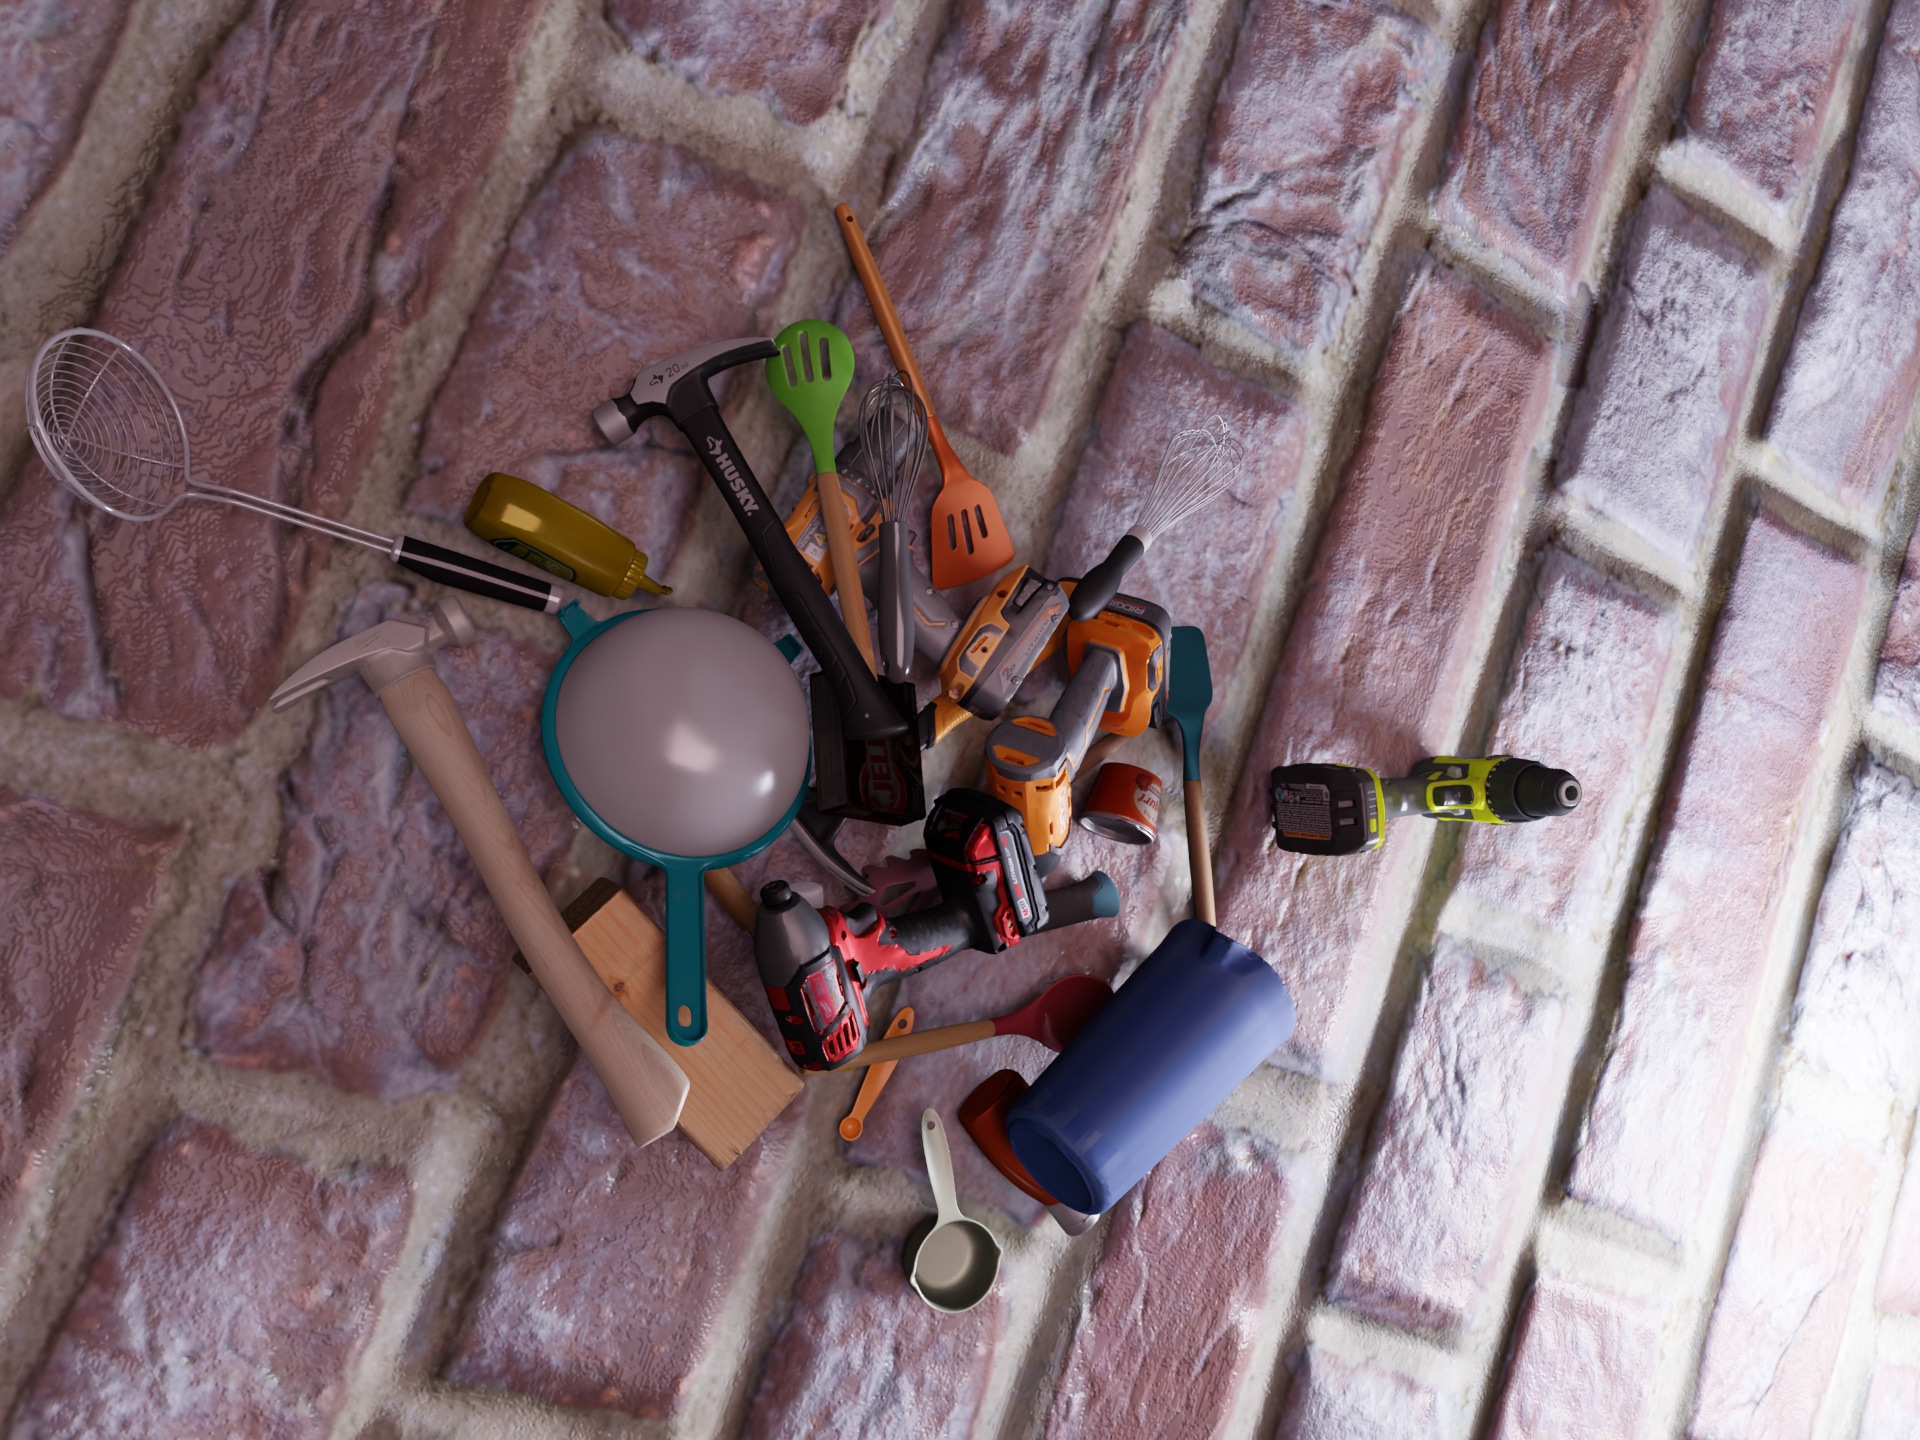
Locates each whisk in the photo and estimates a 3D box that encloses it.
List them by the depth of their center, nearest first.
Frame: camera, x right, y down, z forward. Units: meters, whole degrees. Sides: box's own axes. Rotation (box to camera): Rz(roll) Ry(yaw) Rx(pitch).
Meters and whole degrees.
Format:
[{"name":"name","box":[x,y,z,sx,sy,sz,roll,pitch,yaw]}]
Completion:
[{"name":"whisk","box":[-0.048,-0.147,1.199,0.055,0.055,0.239,0,86,-24]},{"name":"whisk","box":[-0.150,0.177,1.242,0.047,0.051,0.245,-39,101,-14]},{"name":"whisk","box":[0.163,-0.168,1.339,0.070,0.070,0.285,51,52,-15]}]

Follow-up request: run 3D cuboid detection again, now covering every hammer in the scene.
[{"name":"hammer","box":[-0.318,0.112,1.096,0.146,0.038,0.411,-29,79,-19]},{"name":"hammer","box":[-0.133,-0.130,1.179,0.146,0.035,0.335,-31,82,2]},{"name":"hammer","box":[0.002,0.167,1.270,0.331,0.033,0.128,-8,104,-38]},{"name":"hammer","box":[-0.002,-0.004,1.304,0.337,0.034,0.127,-40,88,-21]}]

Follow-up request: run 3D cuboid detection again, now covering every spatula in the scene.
[{"name":"spatula","box":[-0.040,-0.269,1.312,0.081,0.041,0.322,-24,94,-21]},{"name":"spatula","box":[0.203,0.076,1.410,0.082,0.044,0.317,-9,97,-24]}]

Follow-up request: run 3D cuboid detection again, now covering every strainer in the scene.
[{"name":"strainer","box":[-0.185,0.054,1.135,0.211,0.095,0.341,8,62,-27]}]

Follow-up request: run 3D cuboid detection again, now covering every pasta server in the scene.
[{"name":"pasta server","box":[0.035,0.082,1.335,0.316,0.040,0.060,-34,102,-25]}]

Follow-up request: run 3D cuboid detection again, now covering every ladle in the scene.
[{"name":"ladle","box":[0.004,0.253,1.277,0.315,0.031,0.069,-2,92,-39]}]

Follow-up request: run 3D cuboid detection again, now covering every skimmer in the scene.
[{"name":"skimmer","box":[-0.442,-0.155,1.094,0.363,0.090,0.127,18,50,-25]}]

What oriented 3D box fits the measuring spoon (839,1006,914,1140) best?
[{"name":"measuring spoon","box":[-0.068,0.286,1.294,0.021,0.011,0.117,33,73,-20]}]

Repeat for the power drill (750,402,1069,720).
[{"name":"power drill","box":[-0.026,-0.127,1.259,0.226,0.084,0.185,33,81,-2]}]

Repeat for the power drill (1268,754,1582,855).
[{"name":"power drill","box":[0.411,0.069,1.413,0.228,0.190,0.080,-5,91,-19]}]

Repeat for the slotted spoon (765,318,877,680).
[{"name":"slotted spoon","box":[-0.095,-0.162,1.209,0.070,0.031,0.314,-11,81,3]}]

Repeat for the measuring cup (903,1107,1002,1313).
[{"name":"measuring cup","box":[-0.018,0.396,1.298,0.083,0.038,0.167,-10,91,-24]}]

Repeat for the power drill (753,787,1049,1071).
[{"name":"power drill","box":[-0.050,0.142,1.157,0.219,0.079,0.143,-29,115,-29]}]

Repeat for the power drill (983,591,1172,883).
[{"name":"power drill","box":[0.092,0.020,1.281,0.226,0.084,0.164,-53,151,-38]}]
